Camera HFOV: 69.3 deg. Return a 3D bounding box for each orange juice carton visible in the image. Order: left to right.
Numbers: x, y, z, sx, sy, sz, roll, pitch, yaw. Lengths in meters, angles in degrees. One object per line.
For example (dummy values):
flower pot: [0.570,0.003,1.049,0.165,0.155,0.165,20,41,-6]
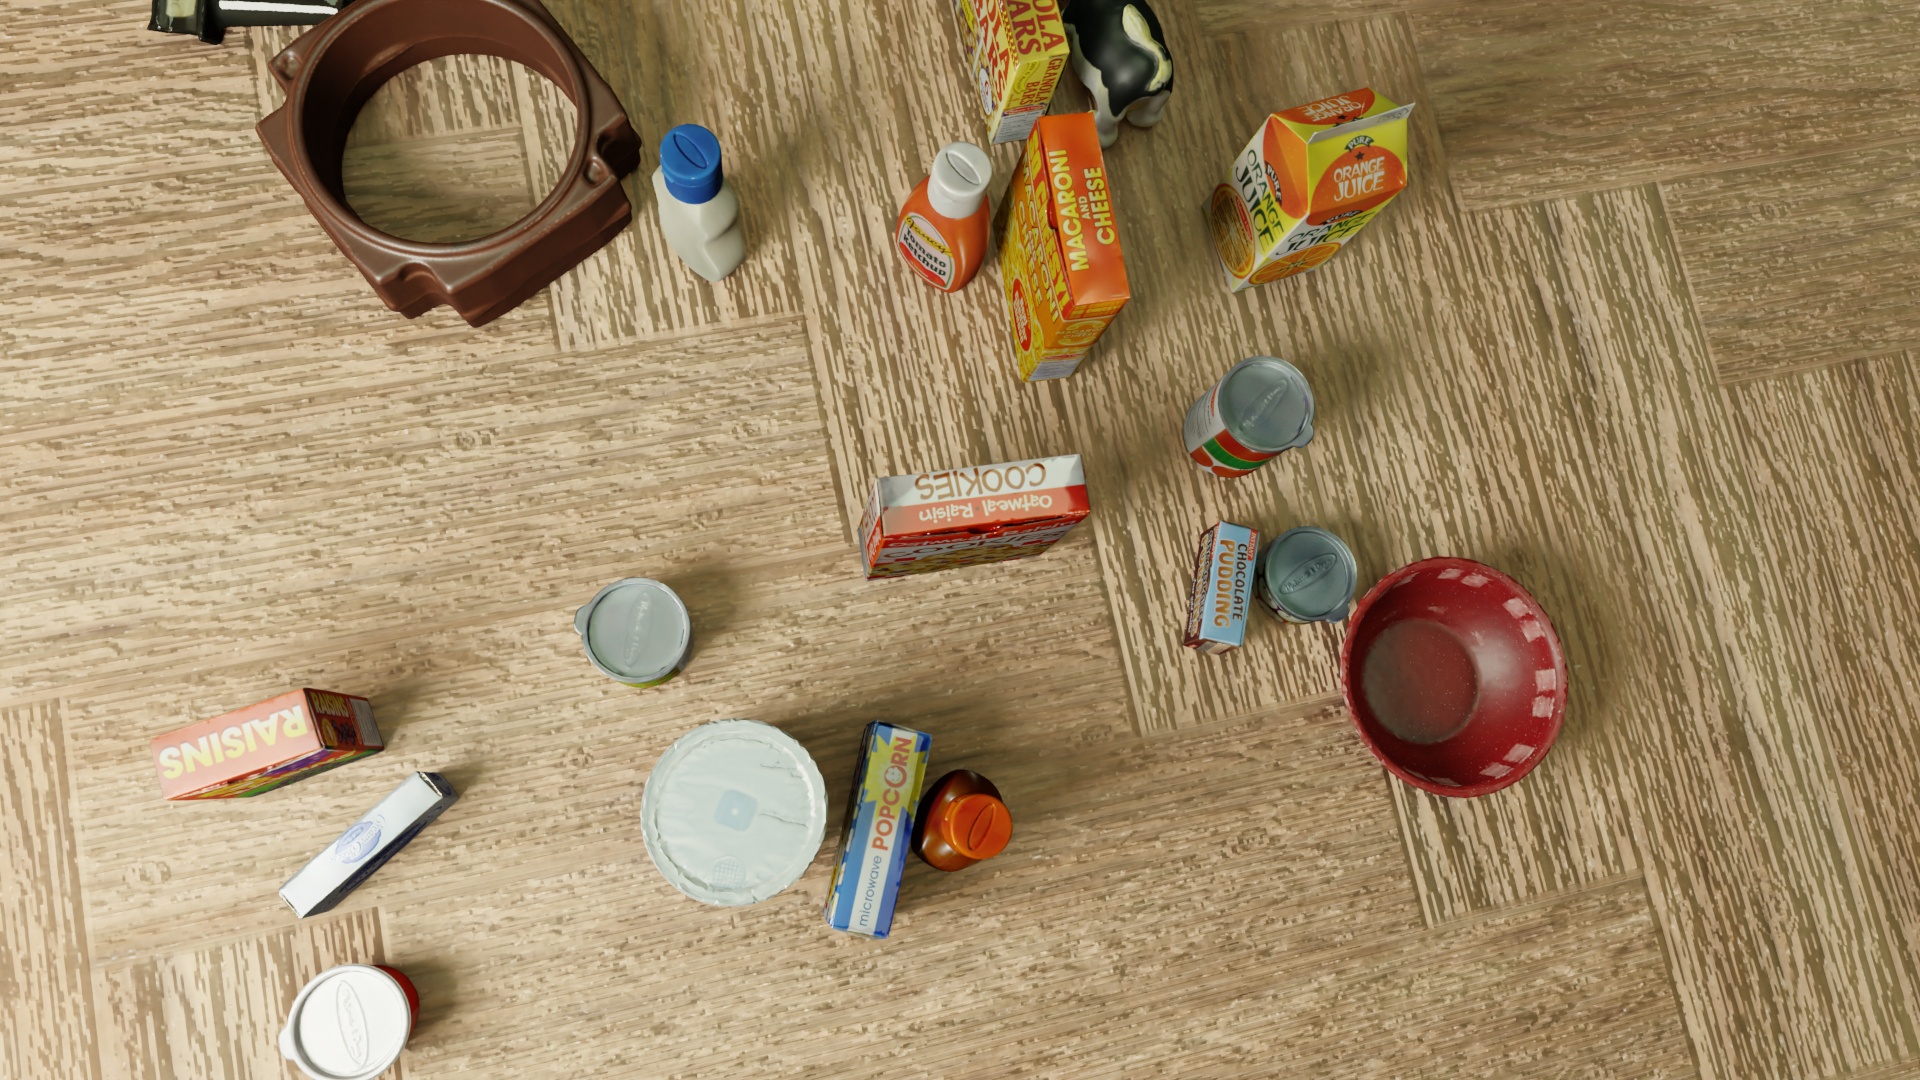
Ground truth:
orange juice carton: [0.232,-0.239,0.930,0.072,0.192,0.073,-17,83,-10]

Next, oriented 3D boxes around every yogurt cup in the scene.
yogurt cup: [-0.356,0.283,0.824,0.072,0.054,0.072,1,80,-8]

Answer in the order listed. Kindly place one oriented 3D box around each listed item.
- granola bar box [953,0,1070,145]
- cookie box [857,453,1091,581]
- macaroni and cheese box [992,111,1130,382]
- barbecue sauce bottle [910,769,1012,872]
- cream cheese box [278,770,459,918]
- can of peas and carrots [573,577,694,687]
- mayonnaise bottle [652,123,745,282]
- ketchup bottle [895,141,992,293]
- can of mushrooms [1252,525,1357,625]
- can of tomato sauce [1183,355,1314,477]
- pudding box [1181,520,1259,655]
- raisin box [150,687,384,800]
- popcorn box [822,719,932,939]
granola bar box: [0.029,-0.379,0.963,0.039,0.124,0.165,-12,82,-10]
cookie box: [0.003,-0.011,0.870,0.123,0.167,0.040,-8,81,-9]
macaroni and cheese box: [0.062,-0.185,0.911,0.040,0.166,0.124,-9,81,-9]
barbecue sauce bottle: [0.001,0.171,0.846,0.044,0.148,0.065,29,78,-2]
cream cheese box: [-0.357,0.183,0.843,0.104,0.053,0.024,-42,88,-13]
can of peas and carrots: [-0.206,0.060,0.884,0.071,0.058,0.071,1,80,-8]
mayonnaise bottle: [-0.169,-0.218,0.894,0.041,0.148,0.065,-42,88,-12]
ketchup bottle: [-0.007,-0.215,0.916,0.065,0.148,0.043,43,78,1]
can of mushrooms: [0.239,0.027,0.964,0.071,0.033,0.071,1,80,-8]
can of tomato sauce: [0.198,-0.082,0.953,0.071,0.083,0.071,1,80,-7]
pudding box: [0.178,0.033,0.946,0.030,0.049,0.084,13,78,-5]
raisin box: [-0.401,0.121,0.813,0.086,0.123,0.040,-18,83,-10]
popcorn box: [-0.053,0.179,0.869,0.038,0.085,0.127,14,78,-5]
